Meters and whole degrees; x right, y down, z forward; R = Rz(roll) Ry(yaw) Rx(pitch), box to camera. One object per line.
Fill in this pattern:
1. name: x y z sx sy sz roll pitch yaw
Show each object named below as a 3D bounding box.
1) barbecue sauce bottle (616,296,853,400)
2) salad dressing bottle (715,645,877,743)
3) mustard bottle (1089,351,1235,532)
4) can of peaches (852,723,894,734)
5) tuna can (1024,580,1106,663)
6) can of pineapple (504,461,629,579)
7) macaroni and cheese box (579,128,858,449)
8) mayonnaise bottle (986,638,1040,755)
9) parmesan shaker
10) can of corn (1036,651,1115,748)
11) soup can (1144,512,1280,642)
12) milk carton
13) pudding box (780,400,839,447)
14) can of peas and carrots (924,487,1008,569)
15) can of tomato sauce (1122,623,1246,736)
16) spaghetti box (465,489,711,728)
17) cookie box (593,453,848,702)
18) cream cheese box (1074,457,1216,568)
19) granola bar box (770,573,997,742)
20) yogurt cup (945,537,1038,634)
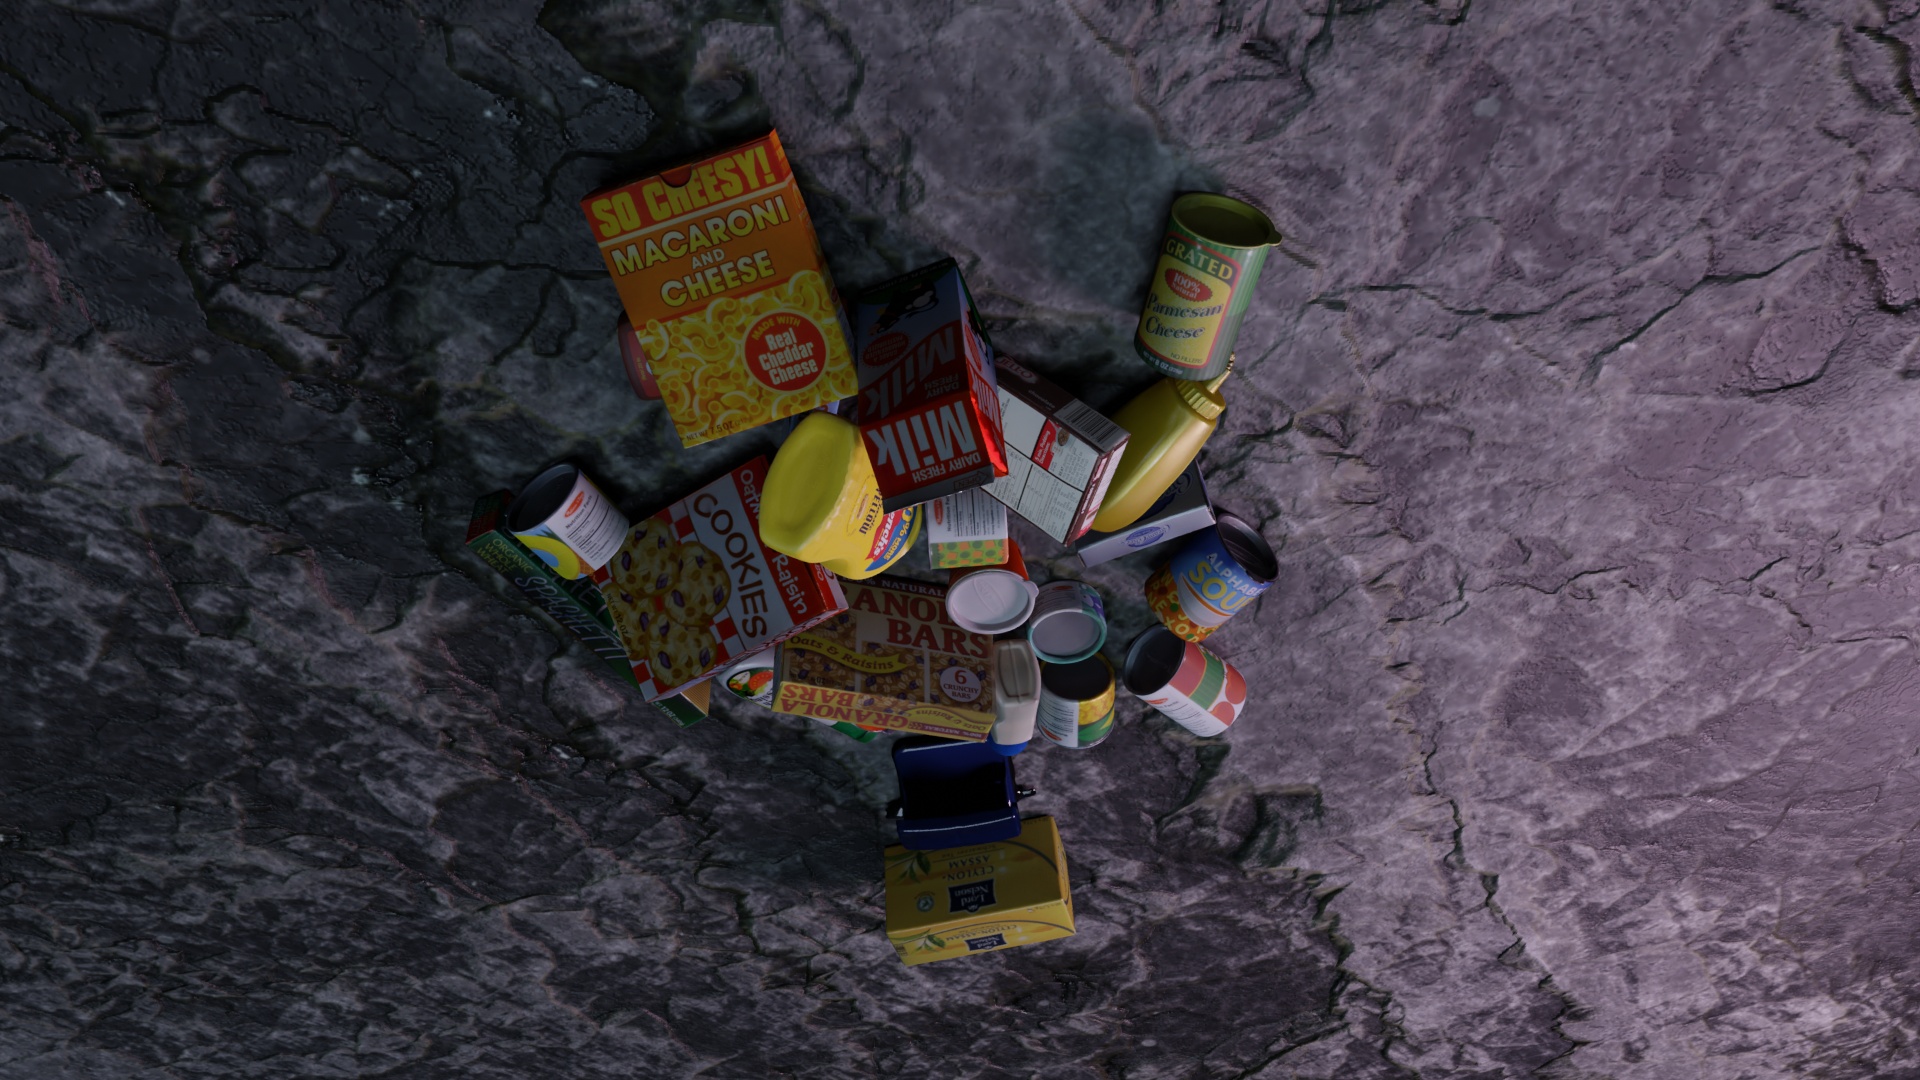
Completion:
1. barbecue sauce bottle: -0.146 -0.133 0.918 0.148 0.044 0.064 -8 125 3
2. salad dressing bottle: -0.131 0.123 1.150 0.147 0.044 0.064 30 128 -27
3. mustard bottle: 0.139 -0.074 0.977 0.049 0.065 0.159 14 131 -45
4. can of peaches: -0.063 0.114 1.130 0.071 0.071 0.057 28 124 -26
5. tuna can: 0.085 0.068 1.123 0.071 0.033 0.070 -2 132 -2
6. can of pineapple: -0.284 -0.014 1.003 0.071 0.071 0.057 -25 129 18
7. macaroni and cheese box: -0.143 -0.154 0.862 0.124 0.040 0.166 -17 112 6
8. mayonnaise bottle: 0.042 0.137 1.149 0.041 0.065 0.147 -7 152 -4
9. parmesan shaker: 0.158 -0.161 0.895 0.071 0.072 0.102 5 131 -8
10. can of corn: 0.097 0.128 1.158 0.071 0.071 0.058 -4 132 0
11. soup can: 0.193 0.031 1.071 0.071 0.072 0.083 27 125 -25
12. milk carton: -0.018 -0.088 0.867 0.072 0.191 0.073 -17 131 12
13. pudding box: -0.104 -0.086 0.959 0.030 0.050 0.083 7 131 -12
14. can of peas and carrots: 0.004 -0.013 1.024 0.059 0.071 0.070 -4 132 -1
15. can of tomato sauce: 0.187 0.114 1.151 0.083 0.071 0.071 34 122 -30
16. spaghetti box: -0.282 0.057 1.077 0.028 0.050 0.249 -27 128 17
17. cookie box: -0.179 0.029 1.014 0.167 0.123 0.040 -27 172 19
18. cream cheese box: 0.133 -0.021 1.032 0.104 0.053 0.024 -20 136 14
19. granola bar box: -0.057 0.084 1.065 0.166 0.125 0.038 10 133 -13
20. yogurt cup: 0.022 0.031 1.070 0.072 0.054 0.072 -2 132 -2
